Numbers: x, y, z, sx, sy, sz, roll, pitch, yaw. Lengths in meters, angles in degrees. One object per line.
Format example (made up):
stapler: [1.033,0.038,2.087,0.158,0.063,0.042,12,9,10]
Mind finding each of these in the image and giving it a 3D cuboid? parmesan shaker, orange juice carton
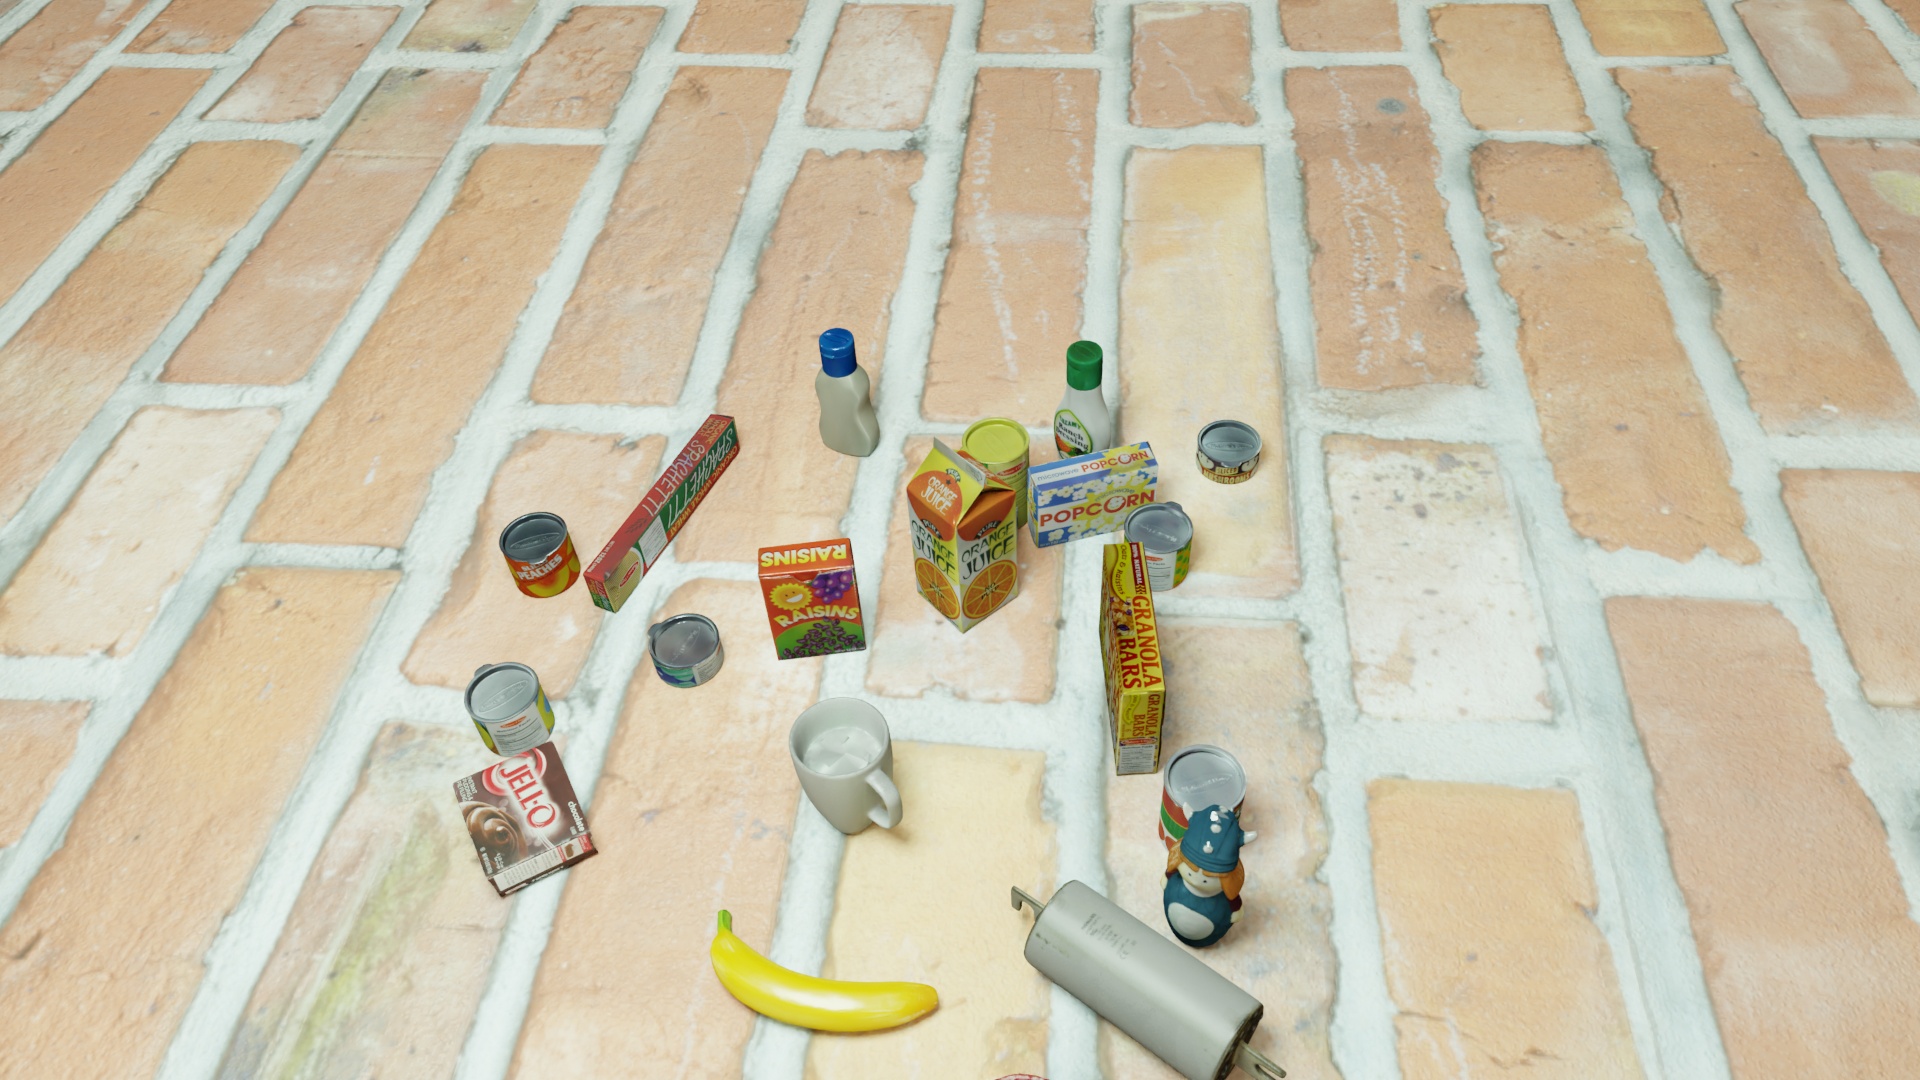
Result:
parmesan shaker: [0.034,-0.063,1.390,0.071,0.102,0.072,-2,47,2]
orange juice carton: [0.003,-0.011,1.283,0.073,0.191,0.072,-33,54,-24]

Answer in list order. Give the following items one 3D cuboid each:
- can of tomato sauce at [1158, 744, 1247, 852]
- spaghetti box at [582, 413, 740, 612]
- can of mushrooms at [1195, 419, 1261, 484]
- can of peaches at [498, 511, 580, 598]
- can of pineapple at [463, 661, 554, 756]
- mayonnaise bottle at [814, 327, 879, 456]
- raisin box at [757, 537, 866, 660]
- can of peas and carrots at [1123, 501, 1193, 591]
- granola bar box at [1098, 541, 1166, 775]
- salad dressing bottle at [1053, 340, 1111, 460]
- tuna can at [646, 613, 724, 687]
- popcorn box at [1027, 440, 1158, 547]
can of tomato sauce: [0.198,0.219,1.136,0.071,0.082,0.071,-2,47,2]
spaghetti box: [-0.299,-0.033,1.416,0.029,0.050,0.251,16,50,17]
can of mushrooms: [0.279,-0.091,1.449,0.071,0.033,0.071,-2,47,2]
can of peaches: [-0.414,0.016,1.372,0.071,0.057,0.071,-2,47,2]
can of pineapple: [-0.405,0.151,1.248,0.071,0.057,0.071,-2,47,2]
mayonnaise bottle: [-0.122,-0.154,1.452,0.065,0.147,0.041,16,51,17]
raisin box: [-0.136,0.055,1.277,0.086,0.122,0.040,-6,48,-2]
can of peas and carrots: [0.192,0.005,1.349,0.071,0.058,0.071,-2,47,2]
granola bar box: [0.149,0.103,1.217,0.039,0.123,0.166,-3,47,1]
salad dressing bottle: [0.126,-0.138,1.424,0.044,0.146,0.064,-37,56,-27]
tuna can: [-0.259,0.103,1.301,0.071,0.032,0.071,-2,47,2]
popcorn box: [0.130,-0.045,1.380,0.127,0.084,0.038,-13,48,-9]
